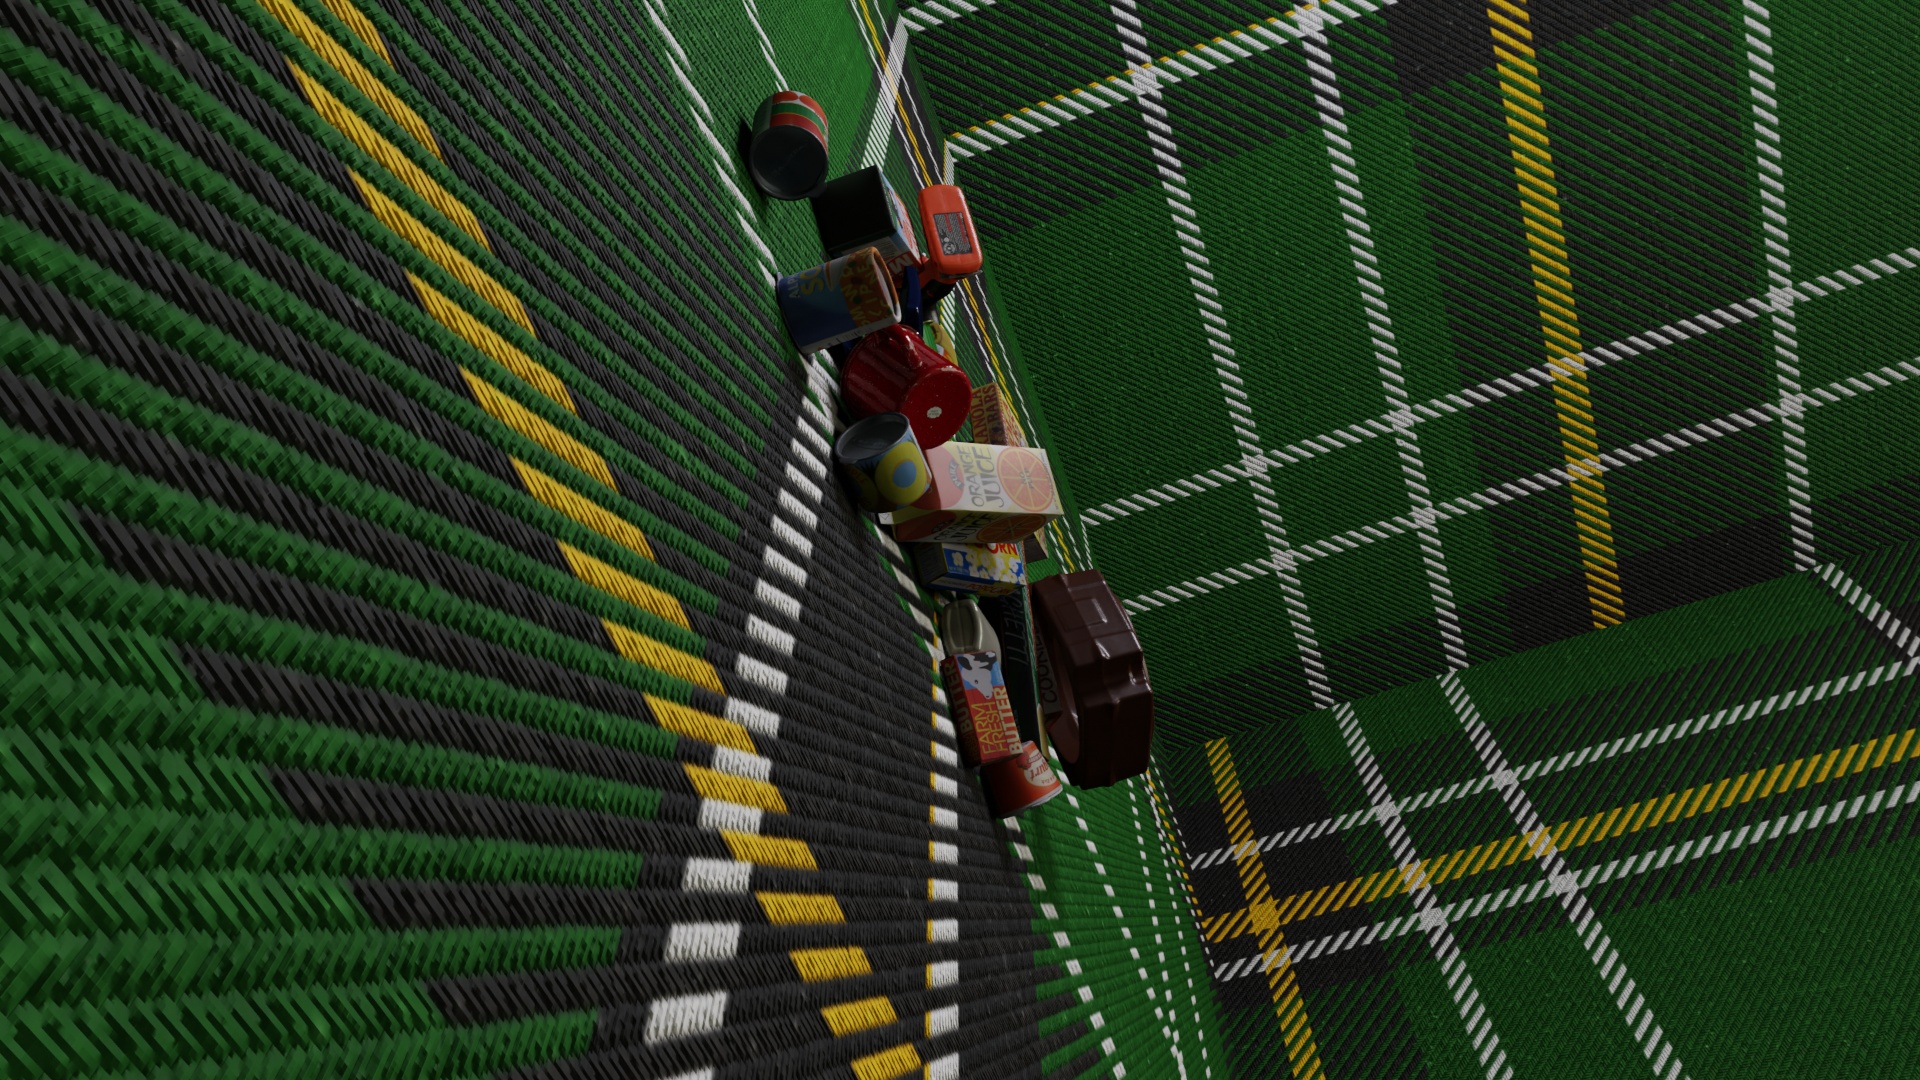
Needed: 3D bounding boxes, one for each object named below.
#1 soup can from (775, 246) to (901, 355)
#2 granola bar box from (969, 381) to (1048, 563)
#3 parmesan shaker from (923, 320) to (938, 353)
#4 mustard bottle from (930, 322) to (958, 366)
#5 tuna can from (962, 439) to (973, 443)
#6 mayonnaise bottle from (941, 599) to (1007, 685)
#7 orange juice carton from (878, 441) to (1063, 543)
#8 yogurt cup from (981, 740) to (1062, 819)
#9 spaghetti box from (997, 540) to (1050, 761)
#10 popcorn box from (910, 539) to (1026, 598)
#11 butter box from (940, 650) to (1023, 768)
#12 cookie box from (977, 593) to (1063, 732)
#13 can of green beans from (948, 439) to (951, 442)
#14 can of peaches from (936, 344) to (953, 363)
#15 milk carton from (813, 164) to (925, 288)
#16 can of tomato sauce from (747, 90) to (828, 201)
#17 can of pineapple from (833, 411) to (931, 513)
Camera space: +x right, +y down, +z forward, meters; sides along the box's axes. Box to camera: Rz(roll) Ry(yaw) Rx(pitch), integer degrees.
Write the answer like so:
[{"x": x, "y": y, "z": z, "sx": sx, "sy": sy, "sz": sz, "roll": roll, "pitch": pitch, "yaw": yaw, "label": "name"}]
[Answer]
[{"x": -0.099, "y": -0.198, "z": 1.130, "sx": 0.071, "sy": 0.084, "sz": 0.071, "roll": -20, "pitch": 92, "yaw": -81, "label": "soup can"}, {"x": 0.051, "y": -0.073, "z": 1.534, "sx": 0.123, "sy": 0.039, "sz": 0.166, "roll": 58, "pitch": 20, "yaw": -52, "label": "granola bar box"}, {"x": -0.046, "y": -0.168, "z": 1.438, "sx": 0.071, "sy": 0.071, "sz": 0.103, "roll": -21, "pitch": 93, "yaw": -81, "label": "parmesan shaker"}, {"x": -0.028, "y": -0.182, "z": 1.606, "sx": 0.159, "sy": 0.065, "sz": 0.049, "roll": 68, "pitch": 9, "yaw": -53, "label": "mustard bottle"}, {"x": 0.007, "y": -0.091, "z": 1.613, "sx": 0.071, "sy": 0.071, "sz": 0.032, "roll": -83, "pitch": 155, "yaw": -70, "label": "tuna can"}, {"x": 0.019, "y": 0.111, "z": 1.388, "sx": 0.147, "sy": 0.041, "sz": 0.065, "roll": 58, "pitch": 22, "yaw": -62, "label": "mayonnaise bottle"}, {"x": -0.005, "y": -0.044, "z": 1.281, "sx": 0.193, "sy": 0.072, "sz": 0.072, "roll": 1, "pitch": 65, "yaw": -40, "label": "orange juice carton"}, {"x": 0.055, "y": 0.225, "z": 1.315, "sx": 0.054, "sy": 0.072, "sz": 0.072, "roll": 65, "pitch": 8, "yaw": 4, "label": "yogurt cup"}, {"x": 0.059, "y": 0.101, "z": 1.412, "sx": 0.050, "sy": 0.028, "sz": 0.251, "roll": 54, "pitch": 28, "yaw": -69, "label": "spaghetti box"}, {"x": 0.005, "y": 0.006, "z": 1.358, "sx": 0.127, "sy": 0.038, "sz": 0.085, "roll": 12, "pitch": 56, "yaw": -50, "label": "popcorn box"}, {"x": 0.020, "y": 0.154, "z": 1.276, "sx": 0.053, "sy": 0.024, "sz": 0.104, "roll": -1, "pitch": 69, "yaw": -41, "label": "butter box"}, {"x": 0.064, "y": 0.125, "z": 1.508, "sx": 0.122, "sy": 0.040, "sz": 0.168, "roll": 106, "pitch": -30, "yaw": -69, "label": "cookie box"}, {"x": -0.042, "y": -0.099, "z": 1.340, "sx": 0.071, "sy": 0.071, "sz": 0.058, "roll": 56, "pitch": 18, "yaw": -61, "label": "can of green beans"}, {"x": -0.040, "y": -0.176, "z": 1.513, "sx": 0.058, "sy": 0.071, "sz": 0.071, "roll": -90, "pitch": 161, "yaw": -65, "label": "can of peaches"}, {"x": -0.090, "y": -0.320, "z": 1.460, "sx": 0.190, "sy": 0.073, "sz": 0.072, "roll": 29, "pitch": 44, "yaw": -78, "label": "milk carton"}, {"x": -0.143, "y": -0.335, "z": 1.180, "sx": 0.083, "sy": 0.071, "sz": 0.071, "roll": -97, "pitch": 166, "yaw": -52, "label": "can of tomato sauce"}, {"x": -0.065, "y": -0.063, "z": 1.144, "sx": 0.071, "sy": 0.071, "sz": 0.057, "roll": -95, "pitch": 165, "yaw": -55, "label": "can of pineapple"}]
